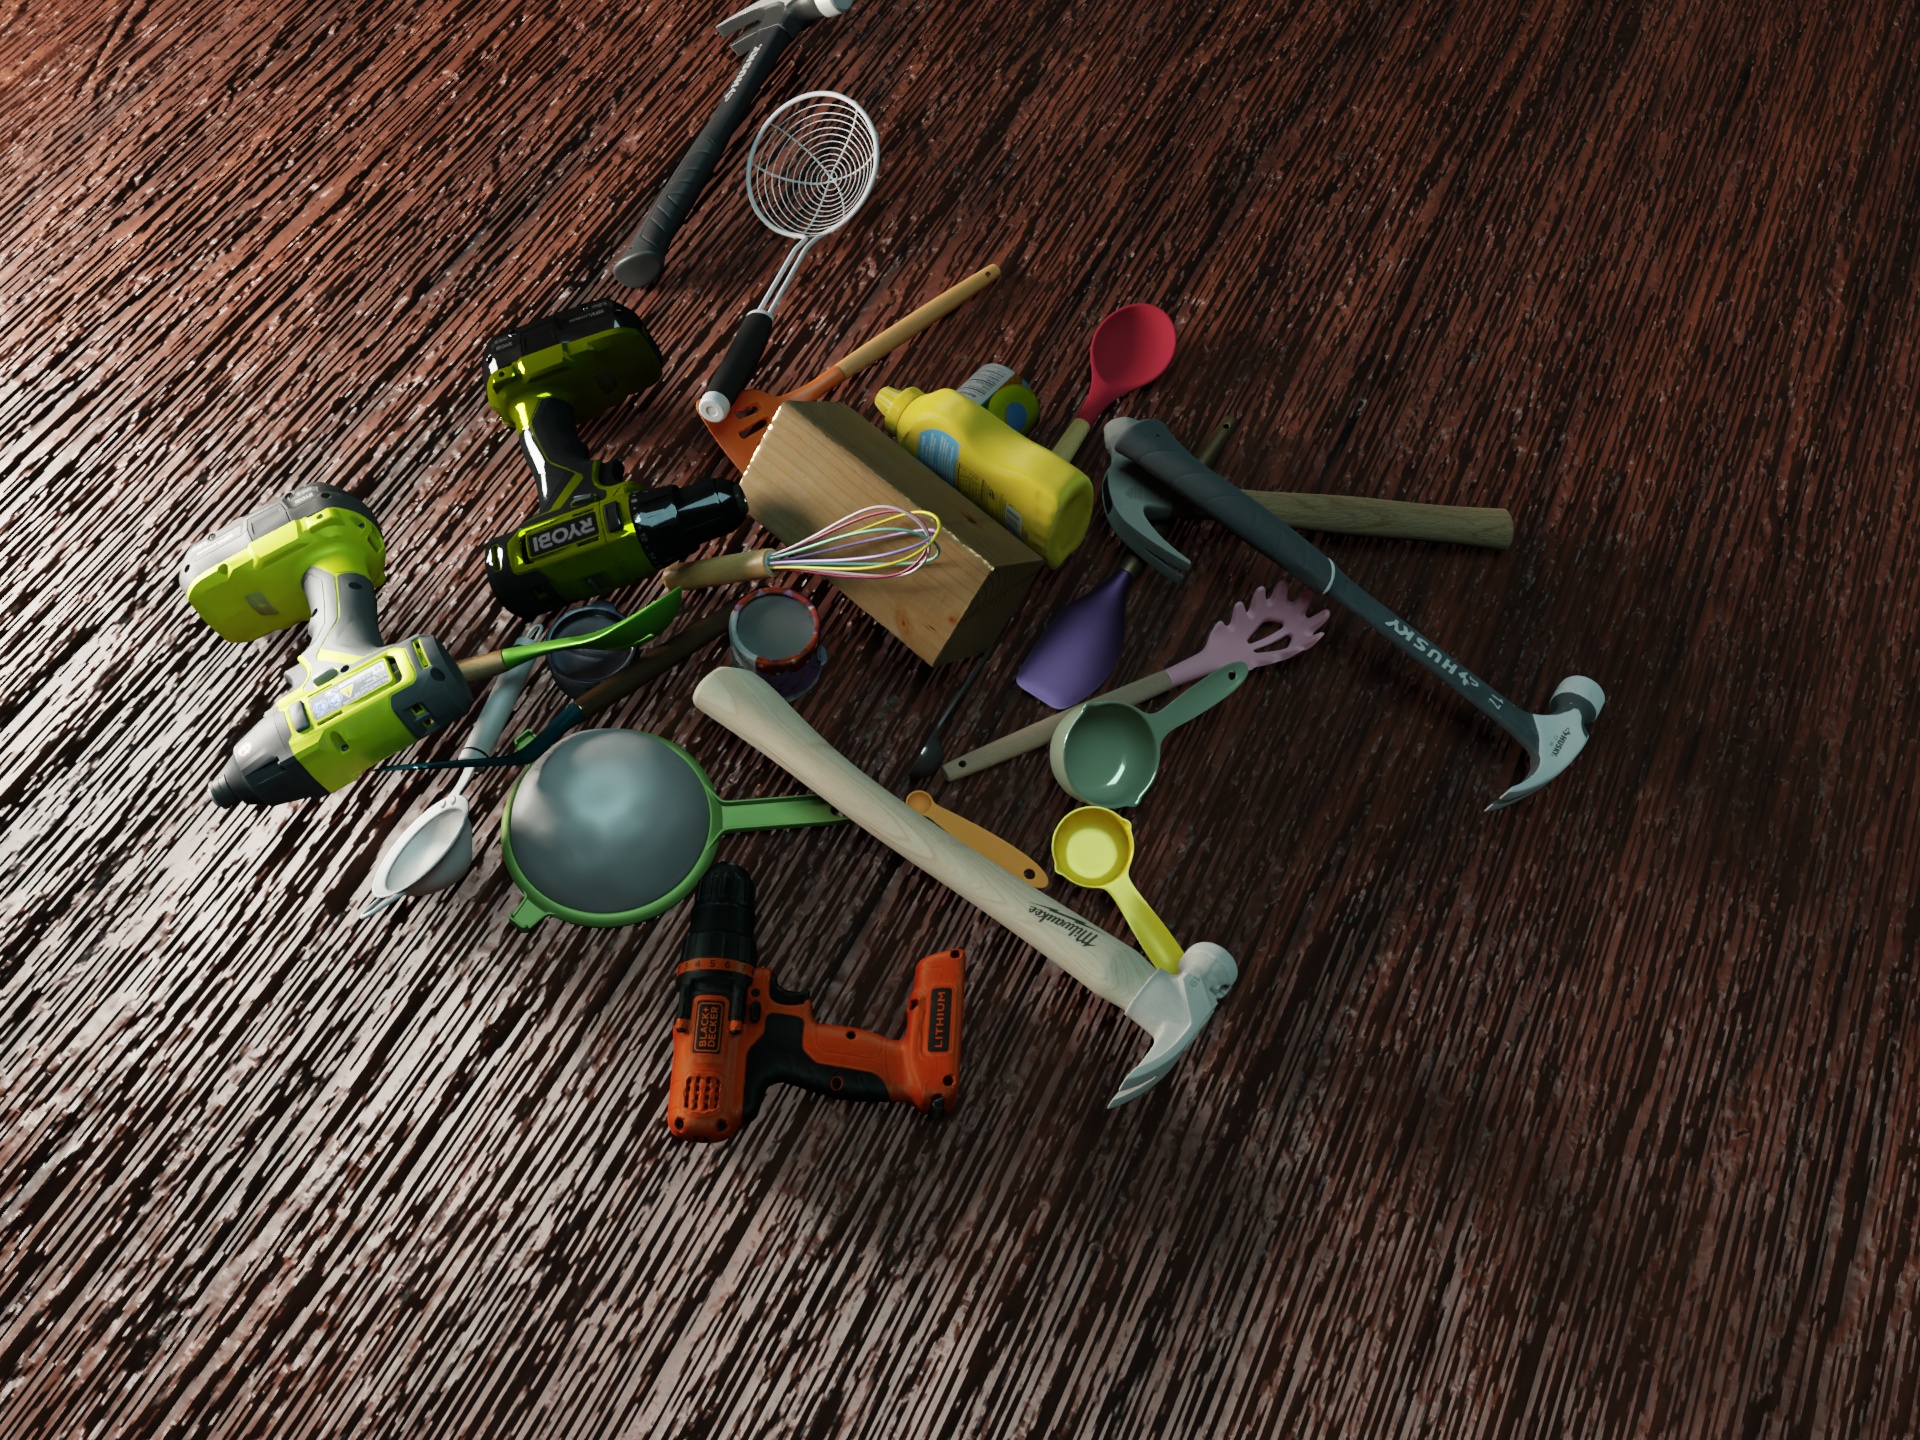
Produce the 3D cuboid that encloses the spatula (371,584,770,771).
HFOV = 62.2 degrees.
[{"bbox_3d":[-0.248,-0.028,1.094,0.317,0.082,0.044,-38,111,-37],"label":"spatula"}]

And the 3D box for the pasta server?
[{"bbox_3d":[0.130,-0.024,1.172,0.316,0.040,0.060,-23,68,-15],"label":"pasta server"}]

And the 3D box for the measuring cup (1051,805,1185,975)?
[{"bbox_3d":[0.119,0.130,1.097,0.062,0.029,0.156,-33,81,-4],"label":"measuring cup"}]

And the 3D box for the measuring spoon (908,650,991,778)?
[{"bbox_3d":[-0.002,-0.004,1.156,0.018,0.034,0.124,32,58,1],"label":"measuring spoon"}]

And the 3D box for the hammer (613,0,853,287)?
[{"bbox_3d":[-0.216,-0.514,1.391,0.146,0.035,0.335,5,63,42],"label":"hammer"}]

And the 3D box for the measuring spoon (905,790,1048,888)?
[{"bbox_3d":[0.011,0.086,1.119,0.117,0.011,0.021,32,62,8],"label":"measuring spoon"}]

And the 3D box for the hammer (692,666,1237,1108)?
[{"bbox_3d":[-0.019,0.092,1.052,0.411,0.038,0.146,34,39,15],"label":"hammer"}]

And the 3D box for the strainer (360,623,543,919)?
[{"bbox_3d":[-0.337,0.035,1.096,0.087,0.050,0.259,-14,47,38],"label":"strainer"}]

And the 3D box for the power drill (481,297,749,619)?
[{"bbox_3d":[-0.266,-0.200,1.194,0.190,0.080,0.229,-19,63,5],"label":"power drill"}]

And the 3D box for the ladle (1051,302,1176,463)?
[{"bbox_3d":[0.088,-0.221,1.285,0.069,0.031,0.315,26,64,12],"label":"ladle"}]

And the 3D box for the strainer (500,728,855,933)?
[{"bbox_3d":[-0.187,0.056,1.082,0.256,0.069,0.152,-4,61,-5],"label":"strainer"}]

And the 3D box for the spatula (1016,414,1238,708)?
[{"bbox_3d":[0.143,-0.130,1.243,0.060,0.018,0.316,32,64,7],"label":"spatula"}]

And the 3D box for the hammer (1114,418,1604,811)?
[{"bbox_3d":[0.283,-0.091,1.179,0.409,0.036,0.149,38,54,6],"label":"hammer"}]

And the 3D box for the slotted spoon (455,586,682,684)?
[{"bbox_3d":[-0.340,-0.035,1.108,0.314,0.070,0.031,-16,101,3],"label":"slotted spoon"}]

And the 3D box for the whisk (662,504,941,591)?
[{"bbox_3d":[-0.116,-0.117,1.139,0.245,0.051,0.047,-5,76,32],"label":"whisk"}]

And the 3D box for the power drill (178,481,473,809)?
[{"bbox_3d":[-0.444,-0.048,1.080,0.171,0.080,0.223,-30,54,-7],"label":"power drill"}]

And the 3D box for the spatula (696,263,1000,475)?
[{"bbox_3d":[-0.078,-0.299,1.304,0.322,0.041,0.081,-39,98,-25],"label":"spatula"}]

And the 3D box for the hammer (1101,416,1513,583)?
[{"bbox_3d":[0.275,-0.162,1.251,0.331,0.031,0.130,4,65,-8],"label":"hammer"}]

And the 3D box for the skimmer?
[{"bbox_3d":[-0.156,-0.383,1.287,0.127,0.090,0.364,-2,46,21],"label":"skimmer"}]

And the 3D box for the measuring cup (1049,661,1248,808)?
[{"bbox_3d":[0.136,0.001,1.144,0.167,0.038,0.083,-32,103,-20],"label":"measuring cup"}]
